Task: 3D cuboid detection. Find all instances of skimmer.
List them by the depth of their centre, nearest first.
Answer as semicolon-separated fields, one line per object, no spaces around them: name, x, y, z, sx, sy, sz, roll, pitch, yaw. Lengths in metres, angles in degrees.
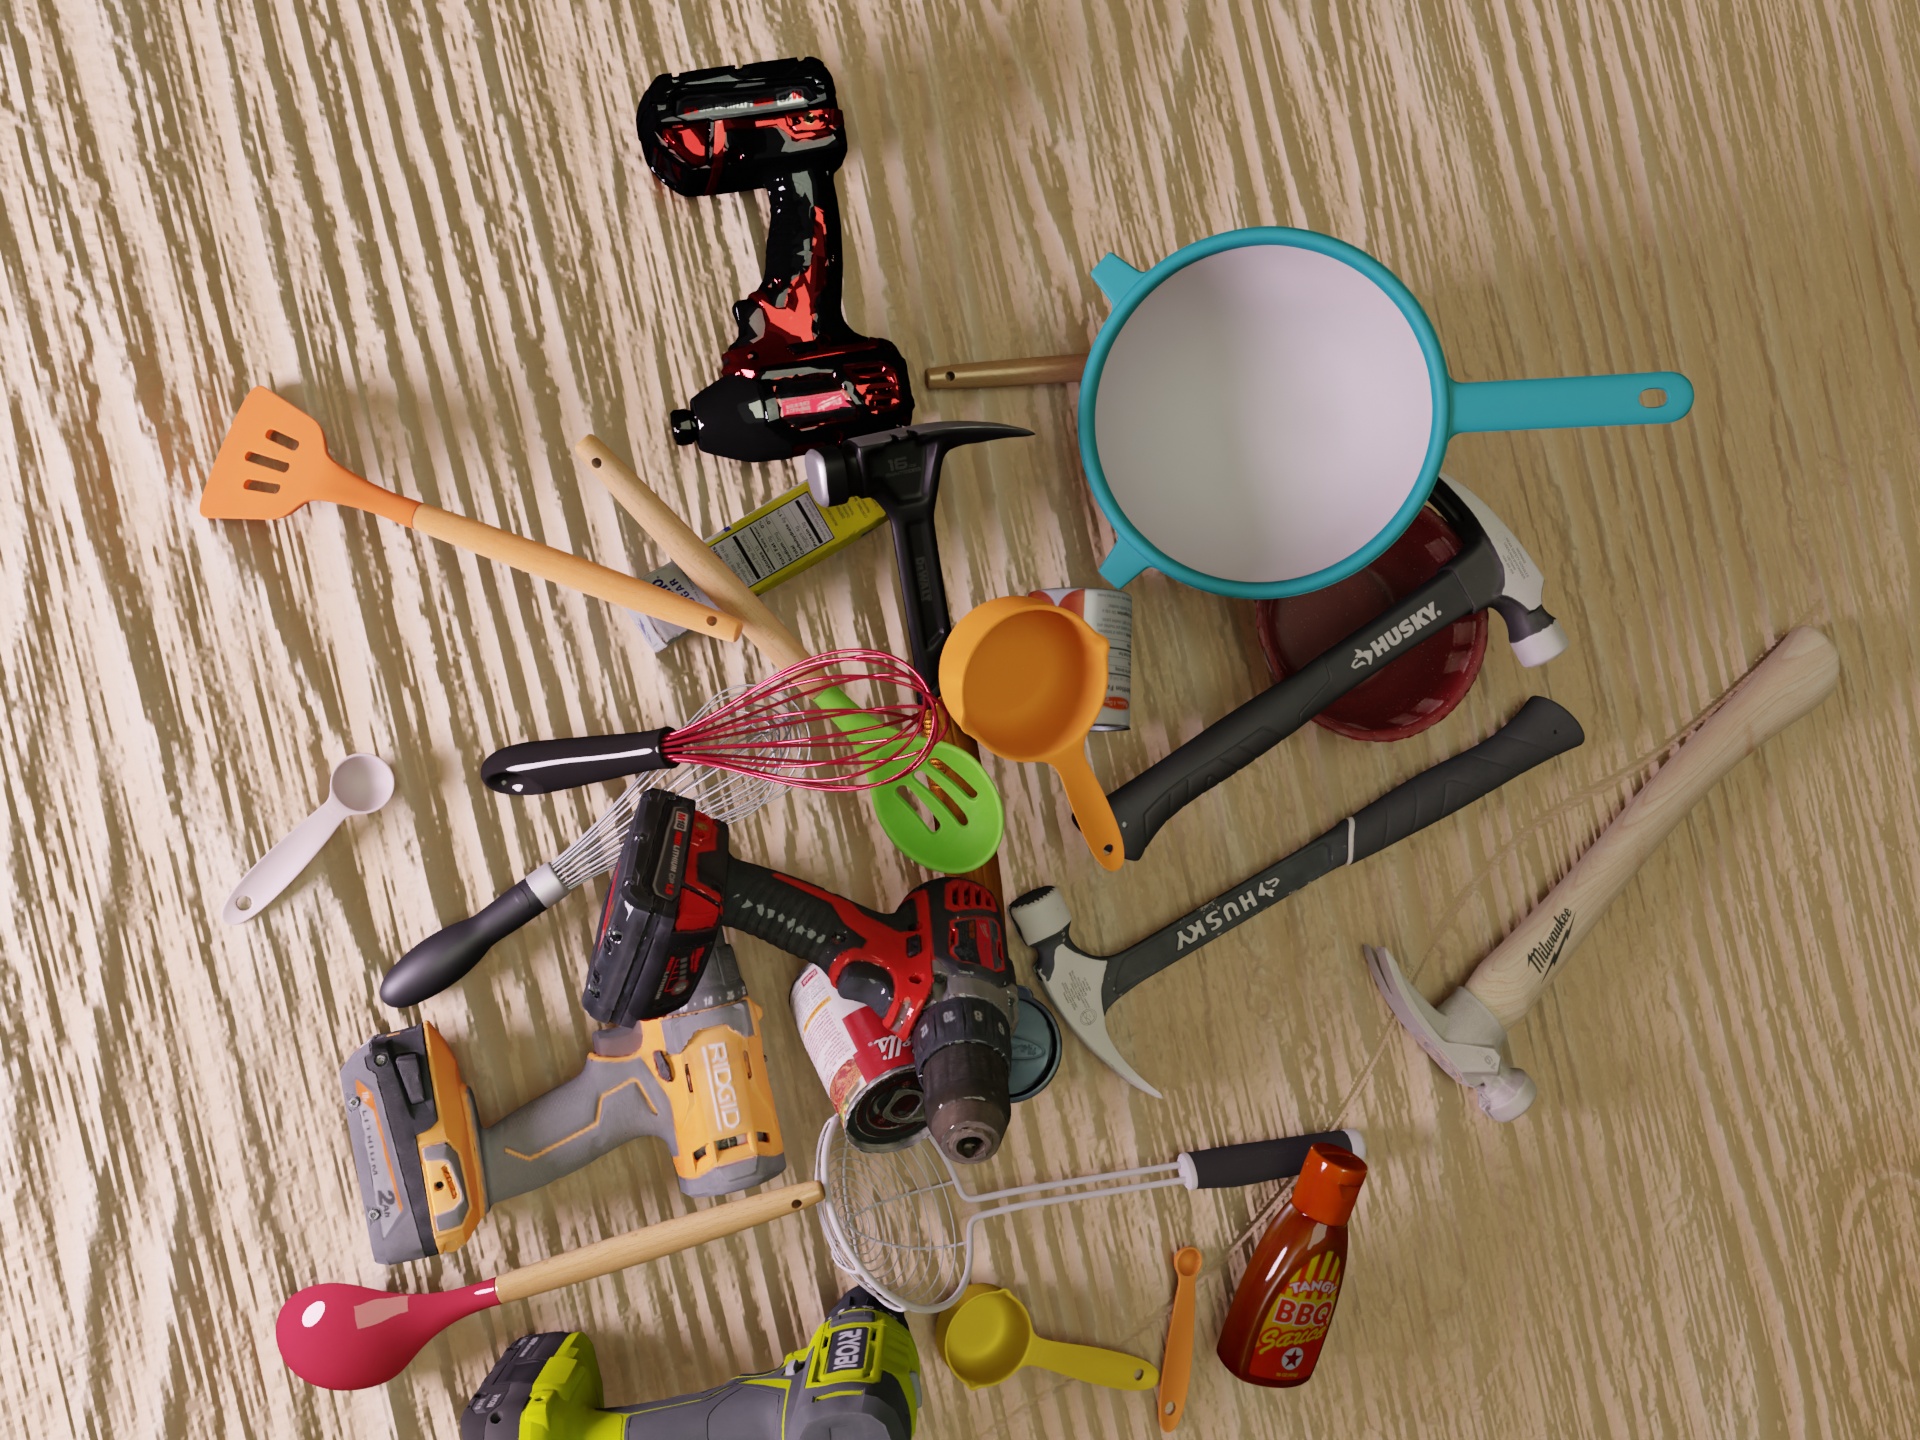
skimmer;0.089;0.269;0.952;0.363;0.090;0.127;-4;55;-16

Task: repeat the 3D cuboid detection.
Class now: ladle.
ladle;-0.224;0.301;0.862;0.315;0.031;0.069;-18;107;1
ladle;0.137;-0.229;1.006;0.320;0.062;0.078;-7;96;-11

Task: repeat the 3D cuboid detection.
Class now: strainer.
strainer;0.242;-0.182;0.942;0.340;0.095;0.211;-1;98;9

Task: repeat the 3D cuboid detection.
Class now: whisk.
whisk;-0.140;0.011;0.854;0.296;0.073;0.073;-8;89;25
whisk;-0.209;0.074;0.909;0.284;0.070;0.070;-35;96;-8

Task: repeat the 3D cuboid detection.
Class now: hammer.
hammer;-0.001;-0.003;0.920;0.127;0.034;0.336;-15;110;-19
hammer;0.209;-0.023;0.965;0.335;0.035;0.146;-33;96;-12
hammer;0.236;0.092;1.025;0.409;0.036;0.149;-27;95;-14
hammer;0.449;0.074;1.077;0.410;0.038;0.146;-43;96;-12

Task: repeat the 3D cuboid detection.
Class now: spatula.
spatula;-0.266;-0.101;0.859;0.322;0.041;0.081;20;84;5

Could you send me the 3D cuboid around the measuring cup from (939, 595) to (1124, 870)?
measuring cup;0.048;0.009;0.897;0.095;0.052;0.173;-31;116;-12

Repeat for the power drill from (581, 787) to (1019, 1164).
power drill;-0.074;0.135;0.830;0.226;0.188;0.080;17;119;-14

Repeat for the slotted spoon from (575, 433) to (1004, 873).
slotted spoon;-0.091;-0.036;0.863;0.070;0.031;0.313;-40;103;18

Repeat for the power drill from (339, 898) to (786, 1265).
power drill;-0.221;0.190;0.888;0.226;0.084;0.185;-10;87;-18

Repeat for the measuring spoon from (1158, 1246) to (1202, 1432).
measuring spoon;0.136;0.388;1.000;0.021;0.011;0.117;7;89;-26

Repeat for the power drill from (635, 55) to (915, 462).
power drill;-0.118;-0.263;0.937;0.143;0.078;0.219;-13;93;-13

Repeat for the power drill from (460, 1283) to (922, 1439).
power drill;-0.133;0.368;0.861;0.228;0.190;0.080;-9;91;0

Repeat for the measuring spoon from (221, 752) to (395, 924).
measuring spoon;-0.366;0.067;0.892;0.034;0.018;0.124;45;85;-8

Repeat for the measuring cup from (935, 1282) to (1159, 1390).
measuring cup;0.054;0.385;0.977;0.156;0.029;0.062;23;82;-23
